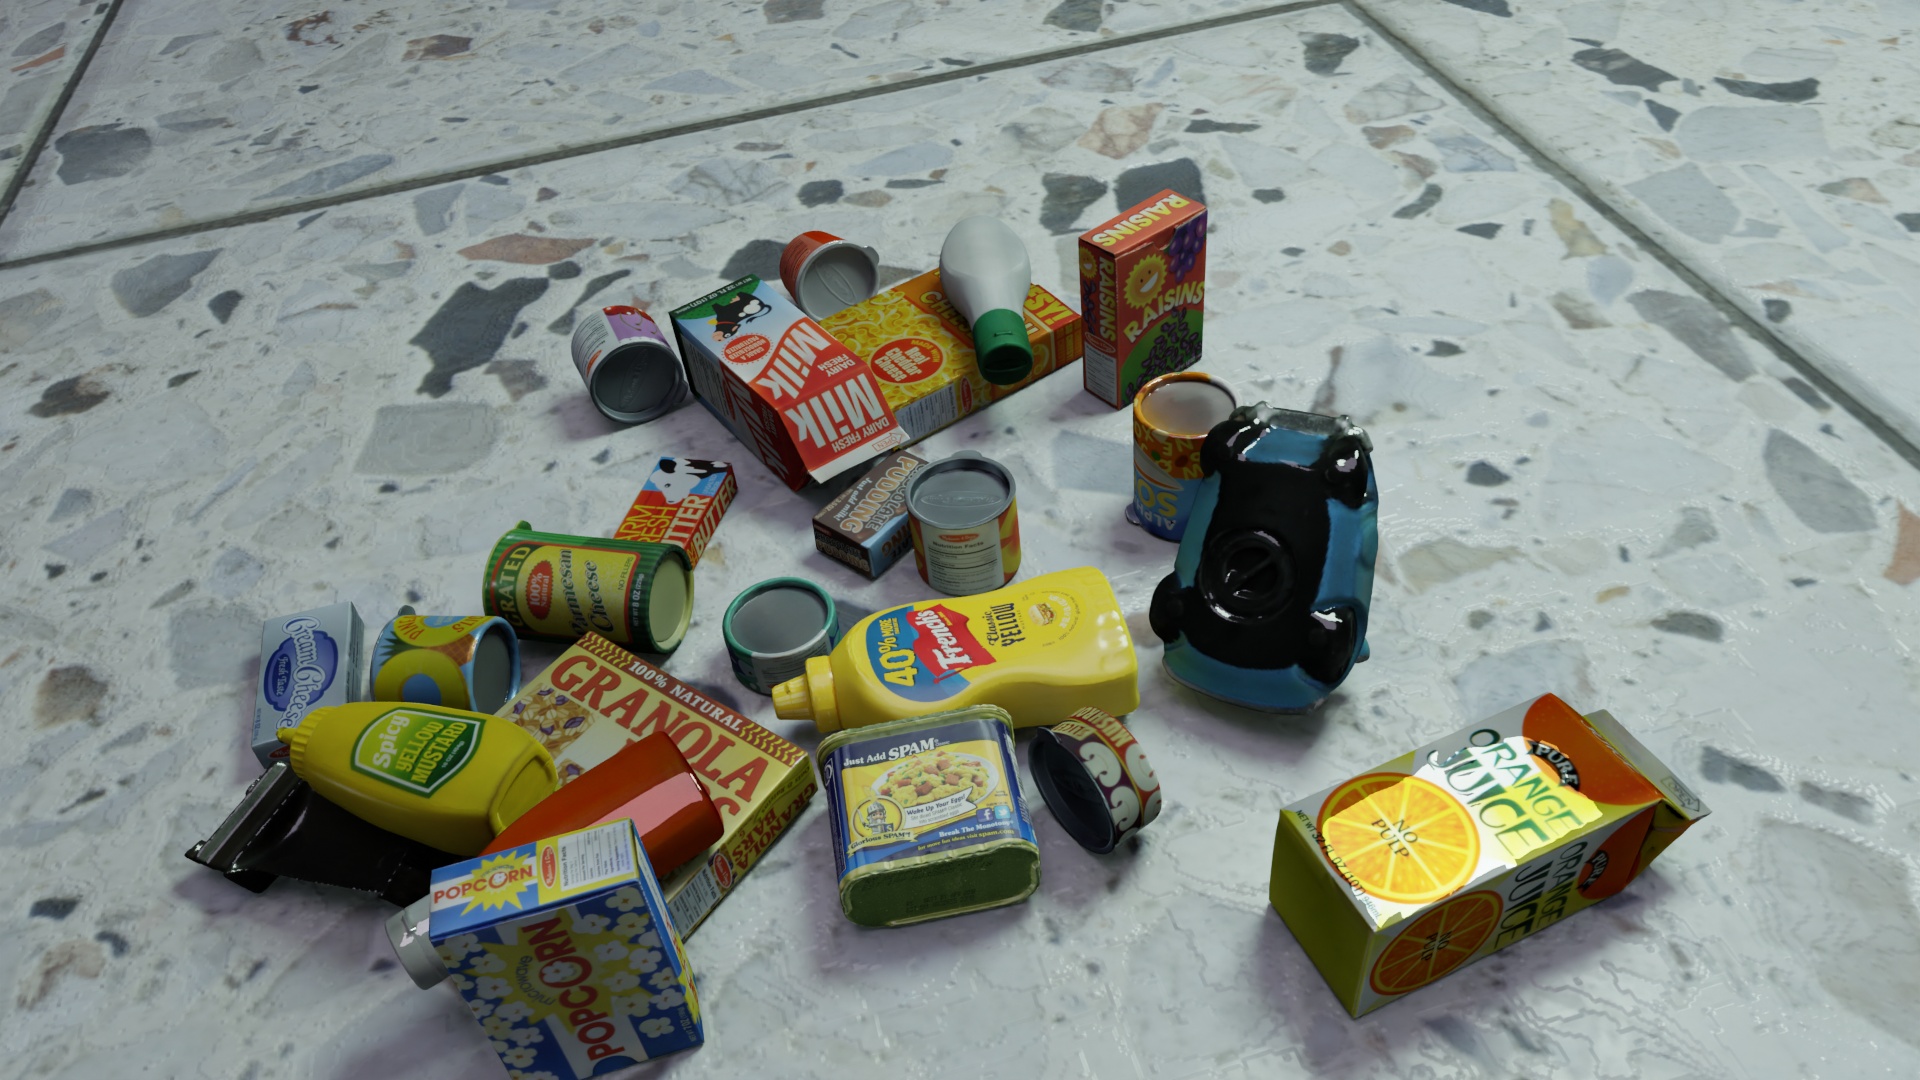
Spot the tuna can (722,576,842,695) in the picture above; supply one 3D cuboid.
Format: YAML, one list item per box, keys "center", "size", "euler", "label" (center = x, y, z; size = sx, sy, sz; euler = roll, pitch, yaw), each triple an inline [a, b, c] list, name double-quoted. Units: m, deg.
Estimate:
- center: [-0.103, 0.053, 0.801]
  size: [0.071, 0.032, 0.071]
  euler: [-3, 43, 3]
  label: "tuna can"

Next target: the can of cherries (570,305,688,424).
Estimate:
- center: [-0.236, -0.125, 0.988]
  size: [0.072, 0.071, 0.058]
  euler: [-22, 44, -16]
  label: "can of cherries"

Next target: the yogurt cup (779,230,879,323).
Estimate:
- center: [-0.102, -0.201, 1.053]
  size: [0.072, 0.072, 0.054]
  euler: [-25, 37, -18]
  label: "yogurt cup"

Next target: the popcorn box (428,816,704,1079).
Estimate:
- center: [-0.167, 0.182, 0.602]
  size: [0.085, 0.126, 0.038]
  euler: [-15, 40, -9]
  label: "popcorn box"

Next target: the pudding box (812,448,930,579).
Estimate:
- center: [-0.046, -0.017, 0.871]
  size: [0.050, 0.030, 0.084]
  euler: [28, 53, 31]
  label: "pudding box"

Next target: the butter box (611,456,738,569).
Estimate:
- center: [-0.185, -0.011, 0.887]
  size: [0.053, 0.024, 0.104]
  euler: [5, 44, 14]
  label: "butter box"

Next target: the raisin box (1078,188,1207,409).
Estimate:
- center: [0.123, -0.162, 0.936]
  size: [0.086, 0.122, 0.040]
  euler: [-32, 48, -25]
  label: "raisin box"

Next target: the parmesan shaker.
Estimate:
- center: [-0.217, 0.027, 0.816]
  size: [0.103, 0.071, 0.072]
  euler: [5, 44, 13]
  label: "parmesan shaker"

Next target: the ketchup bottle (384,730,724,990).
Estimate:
- center: [-0.188, 0.150, 0.643]
  size: [0.149, 0.043, 0.065]
  euler: [-30, 48, -19]
  label: "ketchup bottle"

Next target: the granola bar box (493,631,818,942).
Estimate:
- center: [-0.176, 0.129, 0.724]
  size: [0.166, 0.038, 0.125]
  euler: [23, 53, 29]
  label: "granola bar box"

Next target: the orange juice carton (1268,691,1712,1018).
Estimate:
- center: [0.244, 0.135, 0.638]
  size: [0.193, 0.072, 0.072]
  euler: [-20, 44, -14]
  label: "orange juice carton"

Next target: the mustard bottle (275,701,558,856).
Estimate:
- center: [-0.283, 0.112, 0.694]
  size: [0.160, 0.048, 0.066]
  euler: [9, 46, 18]
  label: "mustard bottle"

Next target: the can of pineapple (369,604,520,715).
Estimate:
- center: [-0.287, 0.073, 0.777]
  size: [0.058, 0.070, 0.071]
  euler: [0, 43, 7]
  label: "can of pineapple"

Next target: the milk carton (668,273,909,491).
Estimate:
- center: [-0.116, -0.100, 0.937]
  size: [0.072, 0.073, 0.191]
  euler: [-29, 48, -22]
  label: "milk carton"

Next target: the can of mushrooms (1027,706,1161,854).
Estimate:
- center: [0.065, 0.116, 0.684]
  size: [0.033, 0.070, 0.071]
  euler: [-28, 47, -24]
  label: "can of mushrooms"

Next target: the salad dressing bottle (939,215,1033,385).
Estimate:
- center: [0.021, -0.166, 0.953]
  size: [0.064, 0.043, 0.148]
  euler: [-6, 45, -3]
  label: "salad dressing bottle"

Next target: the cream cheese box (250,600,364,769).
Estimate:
- center: [-0.380, 0.082, 0.812]
  size: [0.053, 0.024, 0.104]
  euler: [-14, 43, -10]
  label: "cream cheese box"

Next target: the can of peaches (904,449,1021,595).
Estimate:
- center: [0.003, -0.010, 0.837]
  size: [0.071, 0.057, 0.071]
  euler: [-4, 42, 4]
  label: "can of peaches"

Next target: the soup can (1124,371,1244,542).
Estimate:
- center: [0.135, -0.050, 0.844]
  size: [0.071, 0.083, 0.072]
  euler: [-4, 43, 4]
  label: "soup can"

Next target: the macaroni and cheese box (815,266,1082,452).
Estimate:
- center: [-0.014, -0.141, 0.992]
  size: [0.167, 0.040, 0.124]
  euler: [-29, 48, -22]
  label: "macaroni and cheese box"
